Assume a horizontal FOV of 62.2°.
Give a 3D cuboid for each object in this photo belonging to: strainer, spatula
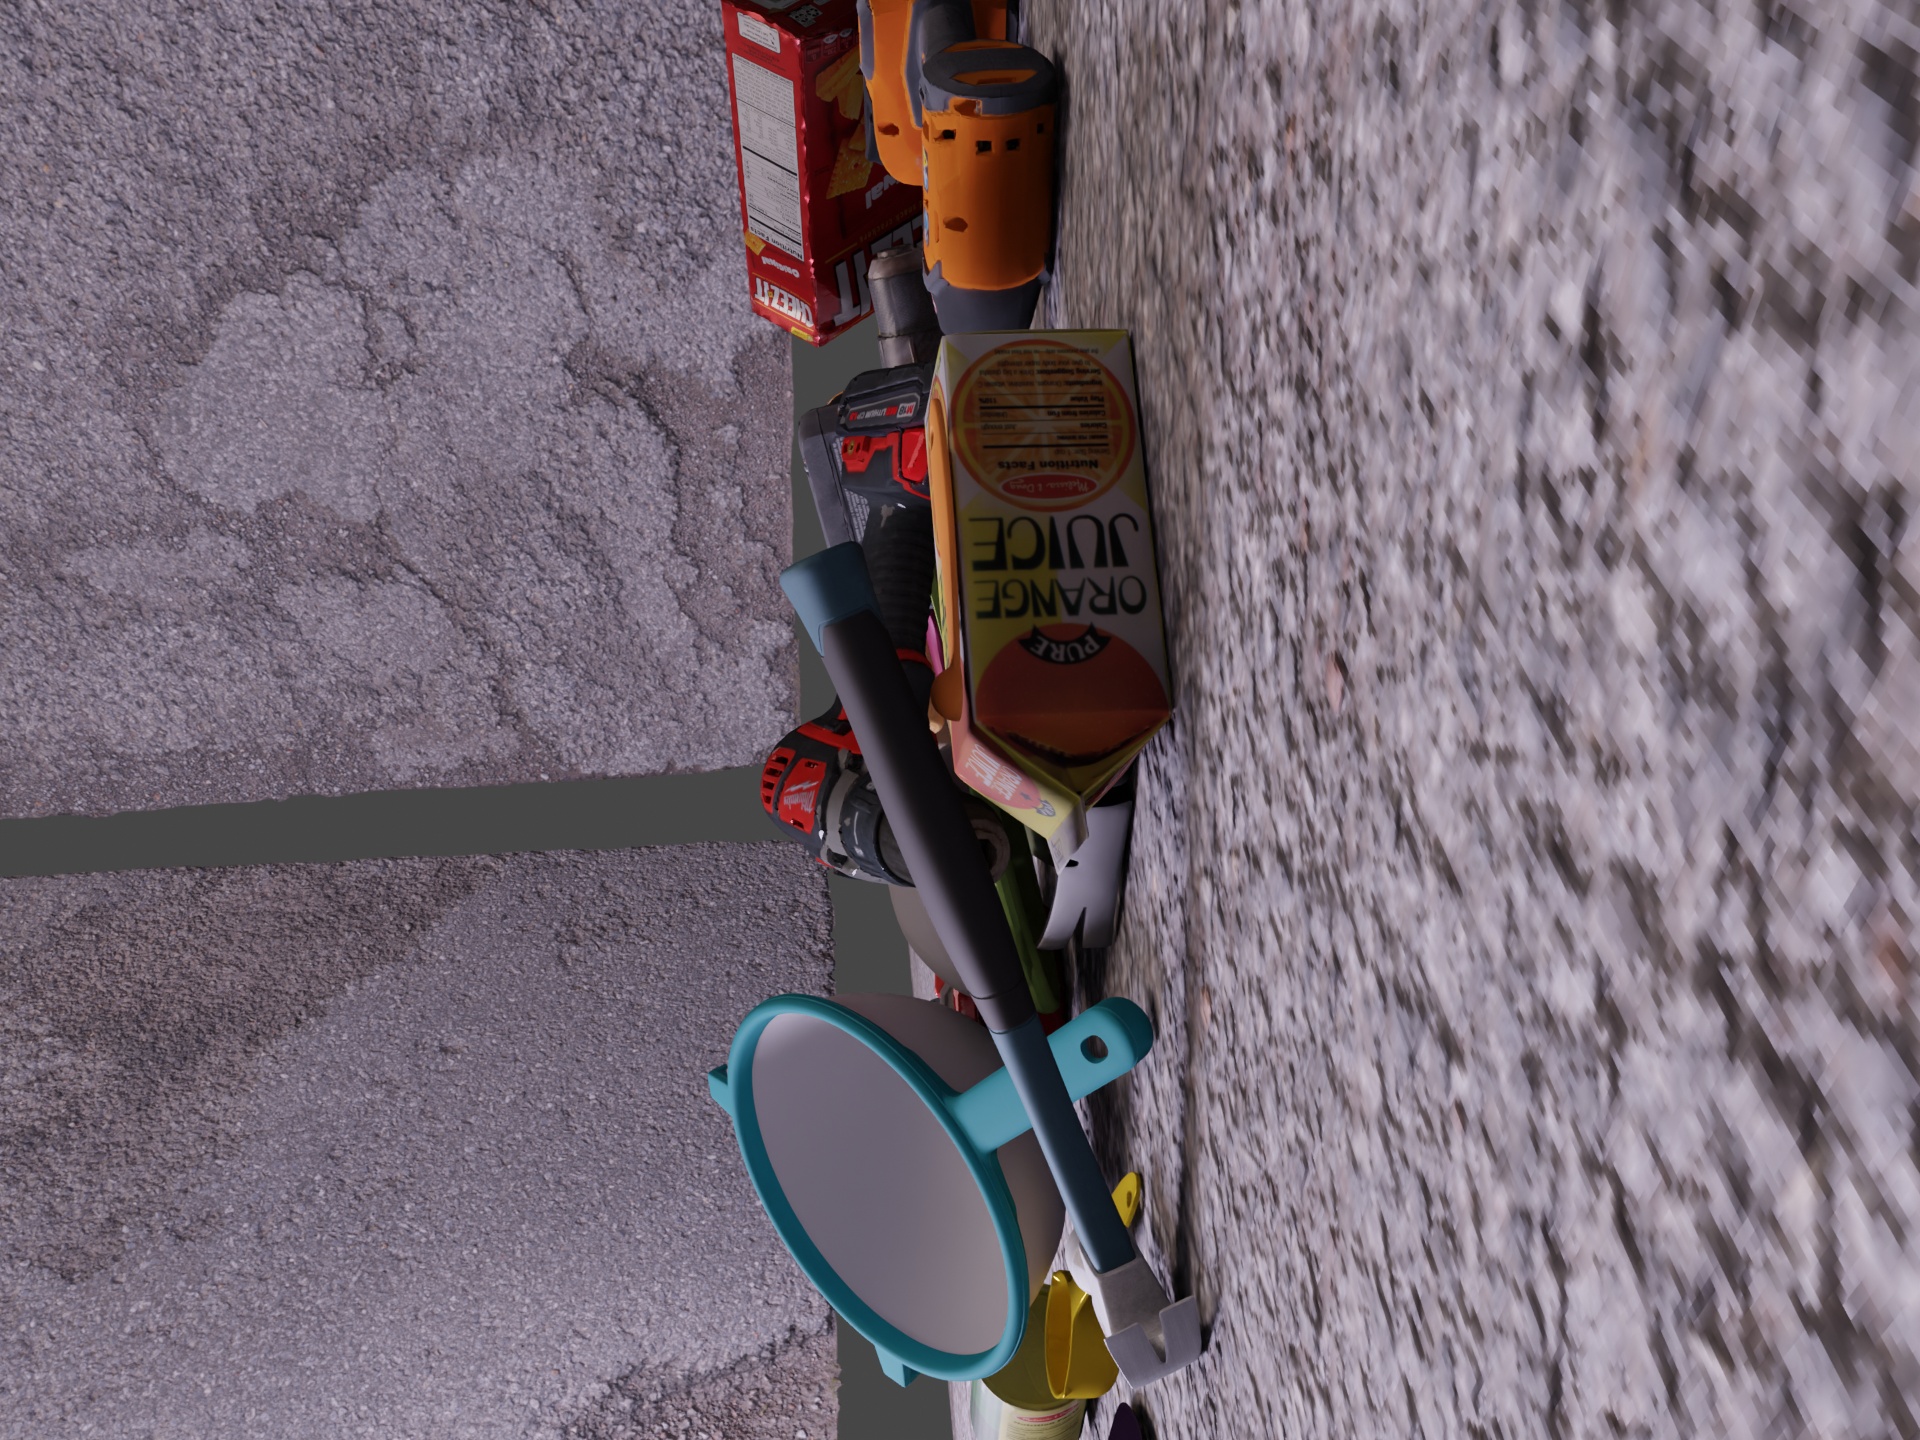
[{"bbox_3d":[0.012,0.187,0.765,0.211,0.095,0.340,55,139,10],"label":"strainer"},{"bbox_3d":[-0.013,0.028,0.800,0.151,0.069,0.256,57,-163,-74],"label":"strainer"},{"bbox_3d":[0.069,0.393,0.802,0.315,0.018,0.060,96,171,-58],"label":"spatula"}]

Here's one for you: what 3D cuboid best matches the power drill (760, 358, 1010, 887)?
[{"bbox_3d":[-0.015,-0.036,0.699,0.188,0.080,0.227,16,92,63],"label":"power drill"}]

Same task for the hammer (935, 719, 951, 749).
[{"bbox_3d":[-0.038,-0.058,1.251,0.411,0.038,0.146,-102,20,-63],"label":"hammer"}]

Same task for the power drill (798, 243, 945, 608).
[{"bbox_3d":[-0.030,-0.175,0.933,0.226,0.084,0.185,-69,-32,-65],"label":"power drill"}]

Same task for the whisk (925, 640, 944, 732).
[{"bbox_3d":[-0.025,-0.094,1.107,0.047,0.051,0.245,50,-152,-49],"label":"whisk"}]

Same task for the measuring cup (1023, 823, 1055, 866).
[{"bbox_3d":[0.039,0.051,0.899,0.168,0.038,0.083,-150,52,-65],"label":"measuring cup"}]

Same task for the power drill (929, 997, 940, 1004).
[{"bbox_3d":[-0.004,0.358,1.374,0.228,0.080,0.191,102,165,-64],"label":"power drill"}]

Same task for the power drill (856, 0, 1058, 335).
[{"bbox_3d":[-0.001,-0.292,0.825,0.227,0.084,0.164,-103,10,-46],"label":"power drill"}]

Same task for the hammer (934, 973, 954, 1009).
[{"bbox_3d":[-0.010,0.168,1.216,0.149,0.036,0.359,-42,32,31],"label":"hammer"}]

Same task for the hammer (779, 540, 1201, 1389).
[{"bbox_3d":[0.012,0.092,0.568,0.128,0.033,0.331,-139,26,-77],"label":"hammer"}]

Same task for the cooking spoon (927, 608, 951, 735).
[{"bbox_3d":[-0.002,-0.003,1.032,0.068,0.017,0.319,-8,-98,-70],"label":"cooking spoon"}]

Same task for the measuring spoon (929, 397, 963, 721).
[{"bbox_3d":[-0.008,-0.057,0.559,0.021,0.011,0.117,134,133,-78],"label":"measuring spoon"}]

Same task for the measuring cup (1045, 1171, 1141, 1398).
[{"bbox_3d":[0.069,0.253,0.720,0.062,0.029,0.156,-93,15,-49],"label":"measuring cup"}]

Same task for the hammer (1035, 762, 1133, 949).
[{"bbox_3d":[0.038,-0.048,0.782,0.337,0.034,0.127,-98,7,-48],"label":"hammer"}]
